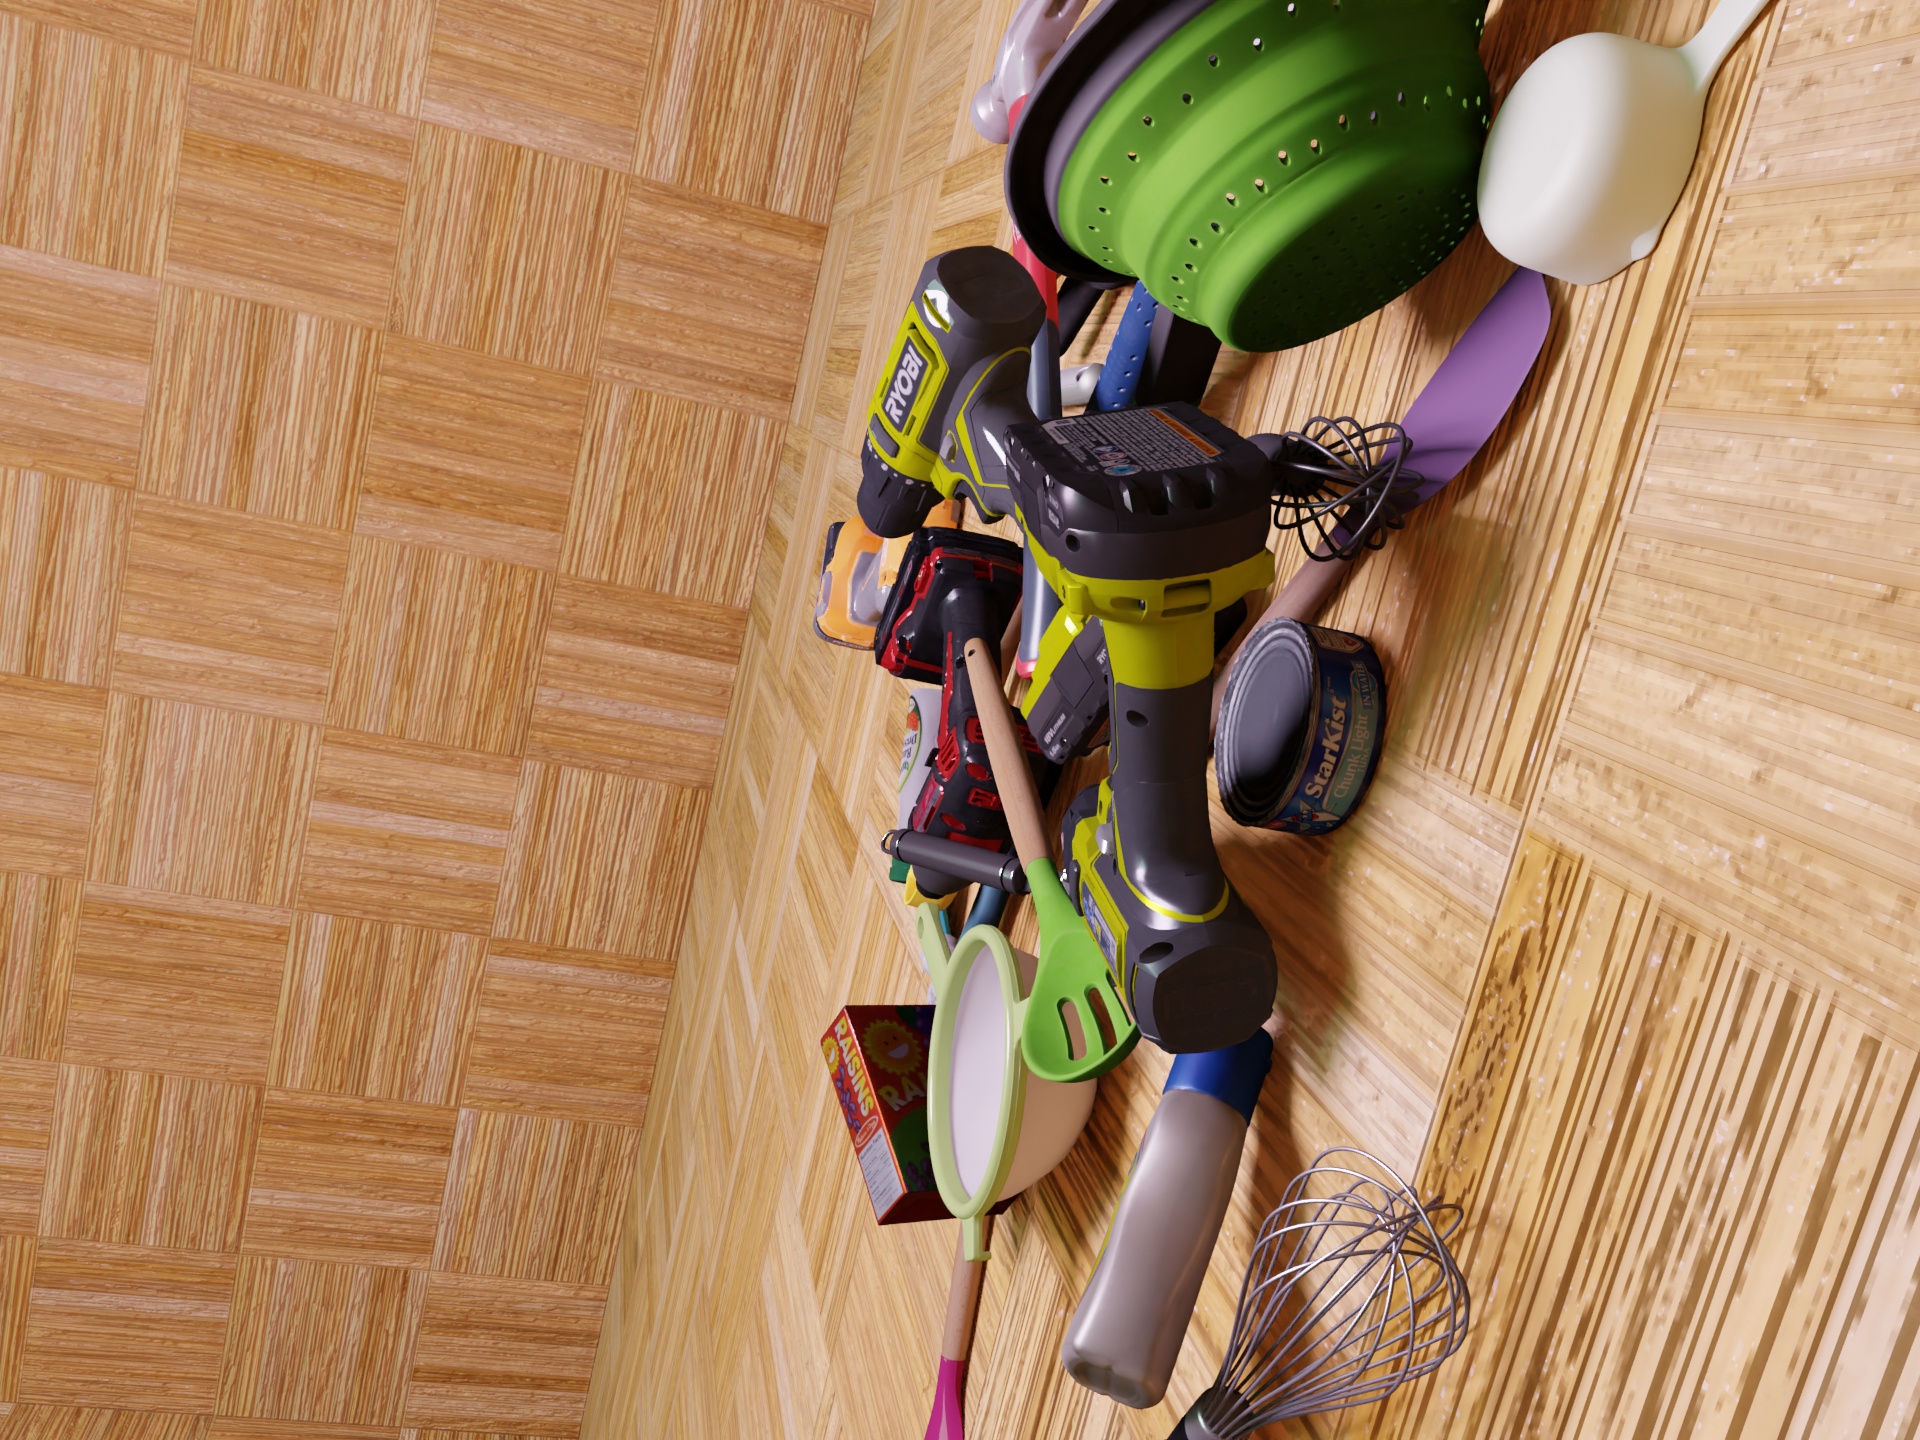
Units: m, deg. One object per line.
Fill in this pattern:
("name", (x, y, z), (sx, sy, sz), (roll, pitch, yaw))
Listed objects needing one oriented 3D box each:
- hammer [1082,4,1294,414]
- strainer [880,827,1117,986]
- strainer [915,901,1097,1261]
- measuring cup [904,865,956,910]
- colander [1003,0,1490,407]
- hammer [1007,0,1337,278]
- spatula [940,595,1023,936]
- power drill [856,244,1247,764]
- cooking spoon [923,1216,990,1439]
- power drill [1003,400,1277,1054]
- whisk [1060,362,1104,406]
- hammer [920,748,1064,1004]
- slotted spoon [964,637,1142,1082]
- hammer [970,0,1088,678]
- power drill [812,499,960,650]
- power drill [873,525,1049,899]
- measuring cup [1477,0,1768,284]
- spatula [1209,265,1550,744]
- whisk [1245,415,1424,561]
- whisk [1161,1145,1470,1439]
("hammer", (0.116, -0.259, 0.784), (0.144, 0.035, 0.405), (60, 157, 20))
("strainer", (0.038, 0.081, 0.816), (0.258, 0.050, 0.087), (10, 81, 51))
("strainer", (0.024, 0.168, 0.885), (0.257, 0.069, 0.151), (-117, 37, -68))
("measuring cup", (0.000, 0.053, 1.043), (0.062, 0.029, 0.157), (127, 163, -62))
("colander", (0.126, -0.182, 0.669), (0.397, 0.204, 0.094), (91, 155, -74))
("hammer", (0.105, -0.313, 0.893), (0.337, 0.034, 0.127), (152, 125, -63))
("spatula", (0.018, 0.016, 1.116), (0.082, 0.044, 0.317), (-120, 47, -69))
("power drill", (0.027, -0.097, 0.809), (0.229, 0.080, 0.190), (57, 148, 17))
("cooking spoon", (-0.001, 0.353, 0.948), (0.069, 0.017, 0.319), (-178, 98, -73))
("power drill", (0.070, -0.005, 0.633), (0.171, 0.080, 0.223), (-116, 18, -65))
("whisk", (0.052, -0.230, 1.111), (0.058, 0.059, 0.246), (-52, 18, -4))
("hammer", (0.035, 0.064, 0.987), (0.128, 0.033, 0.330), (-103, 27, -59))
("slotted spoon", (0.036, 0.054, 0.783), (0.070, 0.031, 0.314), (-36, 37, 16))
("hammer", (0.048, -0.216, 0.899), (0.143, 0.038, 0.386), (148, 122, -71))
("power drill", (-0.060, -0.165, 1.430), (0.226, 0.084, 0.185), (156, 123, -68))
("power drill", (-0.002, -0.003, 0.973), (0.220, 0.078, 0.143), (-96, 21, -44))
("measuring cup", (0.213, -0.209, 0.484), (0.167, 0.038, 0.083), (116, 159, -53))
("spatula", (0.150, -0.058, 0.664), (0.315, 0.018, 0.060), (120, 161, -51))
("whisk", (0.136, -0.098, 0.643), (0.239, 0.055, 0.055), (-87, 10, -78))
("whisk", (0.103, 0.238, 0.569), (0.284, 0.070, 0.070), (109, 164, -45))
